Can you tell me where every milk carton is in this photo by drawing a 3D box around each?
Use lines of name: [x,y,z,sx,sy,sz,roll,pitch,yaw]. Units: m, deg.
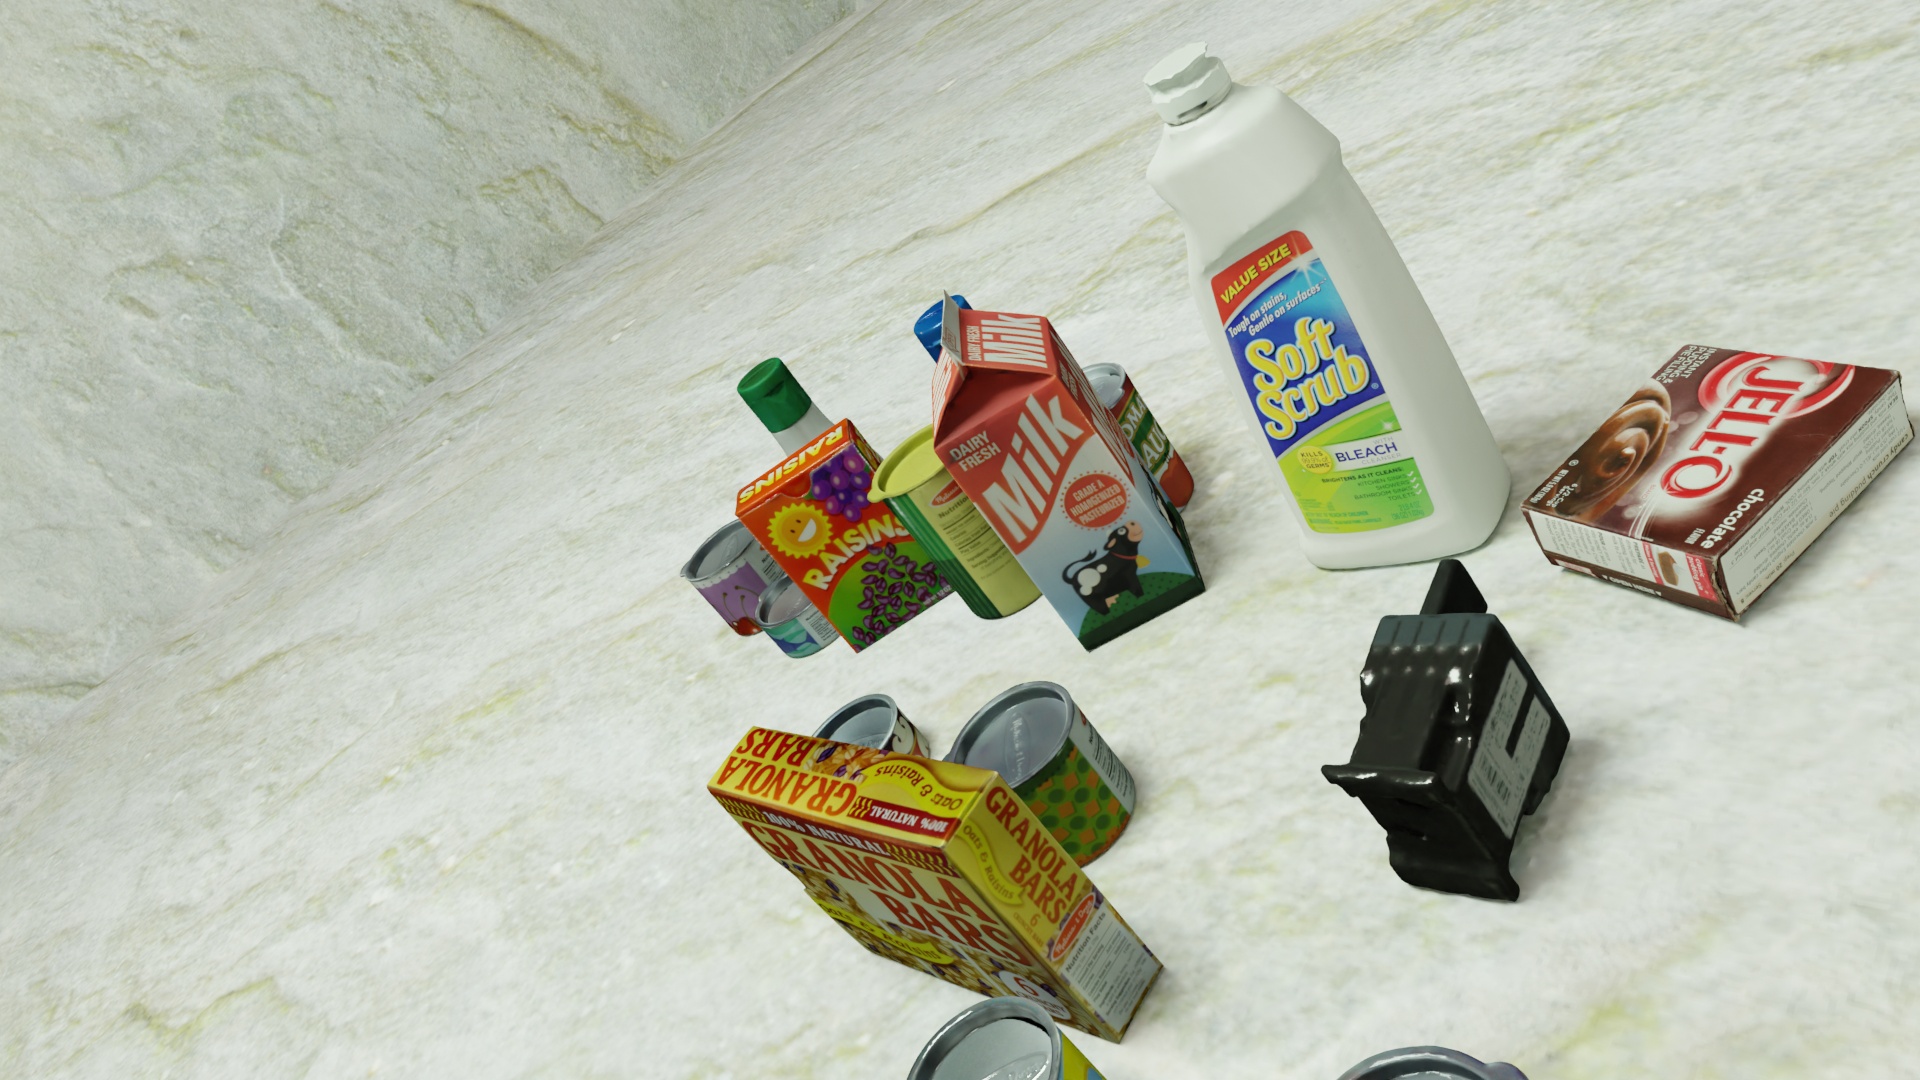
milk carton: [0.044,-0.041,0.707,0.073,0.190,0.073,-30,27,16]

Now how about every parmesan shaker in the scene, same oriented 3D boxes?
parmesan shaker: [0.003,-0.010,0.805,0.071,0.103,0.071,-29,28,17]

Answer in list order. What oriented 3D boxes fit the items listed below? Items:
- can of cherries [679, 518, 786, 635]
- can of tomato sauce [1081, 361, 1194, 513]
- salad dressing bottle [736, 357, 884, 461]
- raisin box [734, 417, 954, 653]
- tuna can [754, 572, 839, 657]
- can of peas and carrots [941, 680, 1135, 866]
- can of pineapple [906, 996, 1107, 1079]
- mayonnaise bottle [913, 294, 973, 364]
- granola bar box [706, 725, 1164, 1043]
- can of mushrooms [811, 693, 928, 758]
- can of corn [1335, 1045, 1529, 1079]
can of cherries: [-0.154,0.026,0.989,0.071,0.058,0.072,-29,28,17]
can of tomato sauce: [0.086,-0.049,0.788,0.071,0.083,0.071,-29,28,17]
salad dressing bottle: [-0.095,-0.058,0.951,0.064,0.147,0.044,-42,27,-9]
raisin box: [-0.067,-0.002,0.854,0.086,0.123,0.040,-33,27,10]
tuna can: [-0.103,0.044,0.926,0.071,0.032,0.071,-29,28,17]
can of peas and carrots: [0.035,0.108,0.626,0.071,0.058,0.071,-29,28,17]
can of pineapple: [0.021,0.206,0.487,0.071,0.057,0.071,-29,28,17]
mayonnaise bottle: [0.028,-0.080,0.836,0.064,0.147,0.041,-23,30,27]
granola bar box: [-0.016,0.137,0.569,0.165,0.124,0.039,-1,44,50]
can of mushrooms: [-0.053,0.119,0.744,0.071,0.033,0.071,-29,28,17]
can of corn: [0.137,0.183,0.382,0.071,0.058,0.071,-29,28,17]
